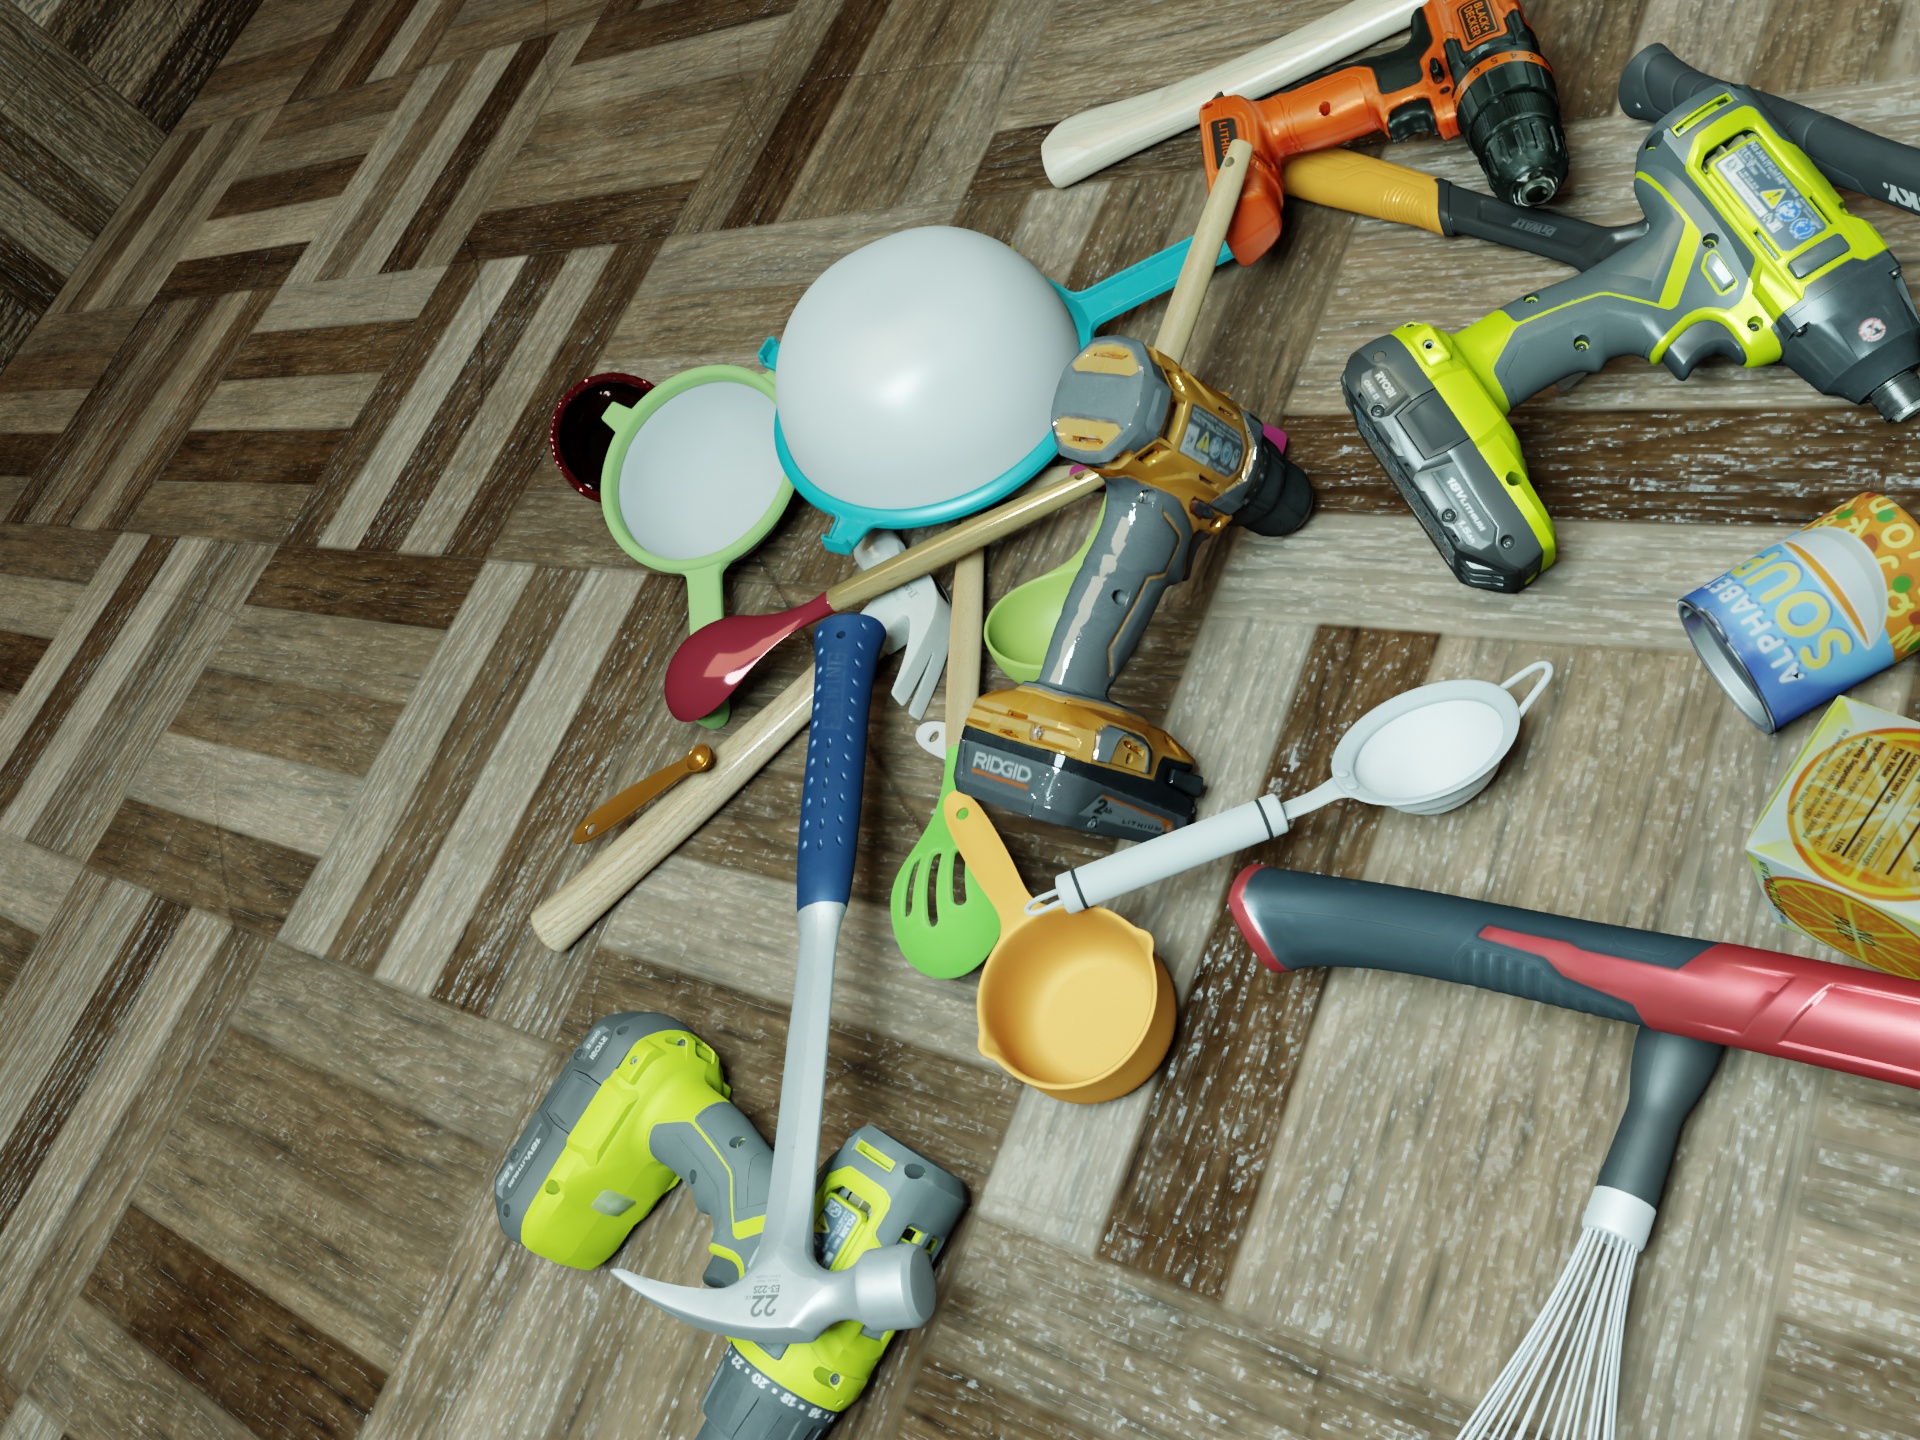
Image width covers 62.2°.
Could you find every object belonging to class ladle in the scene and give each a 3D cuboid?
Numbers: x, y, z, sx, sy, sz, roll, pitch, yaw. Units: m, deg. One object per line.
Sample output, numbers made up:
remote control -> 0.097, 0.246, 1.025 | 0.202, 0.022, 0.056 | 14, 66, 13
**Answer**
ladle -> 0.095, -0.167, 0.865 | 0.078, 0.062, 0.320 | 21, 92, 34
ladle -> -0.054, -0.080, 0.948 | 0.315, 0.031, 0.069 | -24, 49, 18

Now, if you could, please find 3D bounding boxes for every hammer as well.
hammer -> 0.410, -0.252, 0.726 | 0.035, 0.146, 0.335 | -38, 35, 9
hammer -> 0.238, -0.429, 1.009 | 0.410, 0.038, 0.146 | -17, 54, 27
hammer -> -0.136, 0.026, 0.978 | 0.331, 0.031, 0.130 | -42, 45, 5
hammer -> -0.076, 0.105, 0.799 | 0.144, 0.035, 0.406 | -12, 48, 17
hammer -> 0.253, -0.291, 0.907 | 0.127, 0.034, 0.337 | -48, 45, -3
hammer -> 0.263, 0.080, 0.572 | 0.386, 0.038, 0.143 | 8, 89, 46

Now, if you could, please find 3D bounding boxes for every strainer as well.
strainer -> -0.161, -0.112, 1.077 | 0.151, 0.069, 0.256 | -11, 72, 18
strainer -> 0.028, -0.253, 0.952 | 0.340, 0.095, 0.211 | -25, 55, 6
strainer -> 0.149, 0.041, 0.724 | 0.258, 0.050, 0.087 | -21, 26, 5

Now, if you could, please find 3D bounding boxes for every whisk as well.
whisk -> 0.228, 0.210, 0.577 | 0.070, 0.070, 0.285 | 11, 64, 40

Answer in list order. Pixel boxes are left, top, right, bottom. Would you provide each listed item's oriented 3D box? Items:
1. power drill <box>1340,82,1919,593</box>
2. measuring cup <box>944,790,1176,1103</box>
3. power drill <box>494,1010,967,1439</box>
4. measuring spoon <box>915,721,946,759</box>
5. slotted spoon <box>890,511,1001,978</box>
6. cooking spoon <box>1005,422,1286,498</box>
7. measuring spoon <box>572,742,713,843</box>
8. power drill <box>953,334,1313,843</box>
power drill -> 0.308, -0.163, 0.734 | 0.223, 0.080, 0.171 | -32, 74, 12
measuring cup -> 0.040, 0.106, 0.770 | 0.095, 0.052, 0.174 | -35, 53, 5
power drill -> -0.127, 0.260, 0.784 | 0.229, 0.080, 0.190 | 22, 75, 40
measuring spoon -> 0.016, 0.023, 0.885 | 0.124, 0.018, 0.034 | 21, 77, 50
slotted spoon -> -0.001, -0.003, 0.886 | 0.070, 0.031, 0.314 | -17, 48, 25
cooking spoon -> 0.048, -0.145, 0.968 | 0.319, 0.017, 0.069 | 1, 52, 36
measuring spoon -> -0.195, 0.048, 0.980 | 0.117, 0.011, 0.021 | -31, 46, 21
power drill -> 0.097, -0.055, 0.793 | 0.084, 0.185, 0.226 | 17, 91, 41
